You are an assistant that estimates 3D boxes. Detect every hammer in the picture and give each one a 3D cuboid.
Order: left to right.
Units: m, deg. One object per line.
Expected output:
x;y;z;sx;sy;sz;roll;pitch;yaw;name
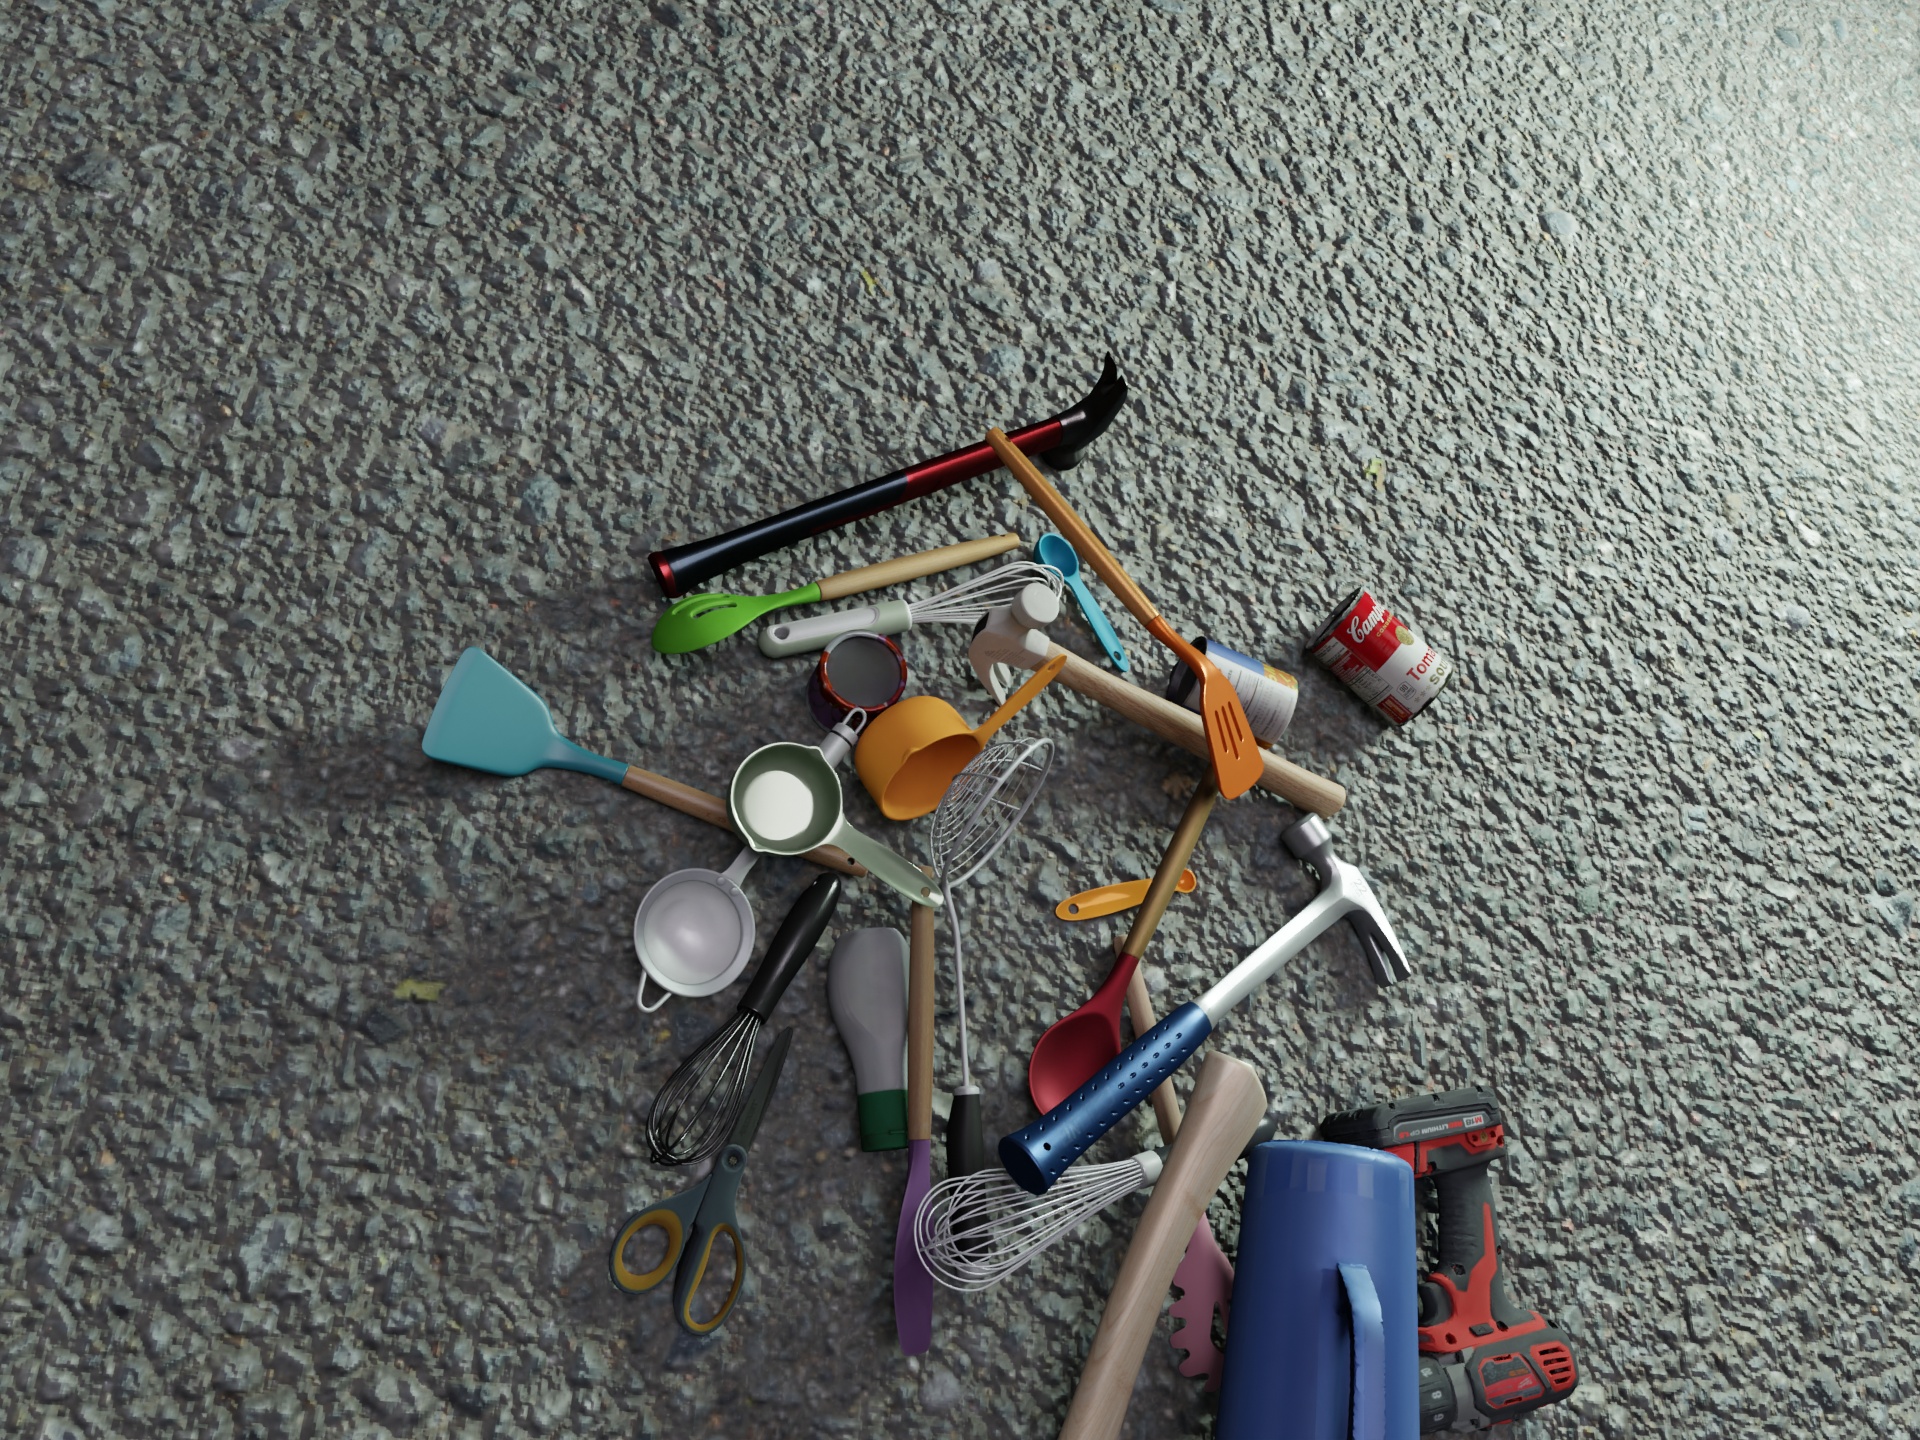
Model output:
-0.051;-0.181;1.209;0.386;0.143;0.038;-23;80;-20;hammer
0.089;0.403;1.006;0.146;0.038;0.411;25;79;-7;hammer
0.154;-0.001;1.217;0.331;0.130;0.031;26;61;-18;hammer
0.179;0.209;1.123;0.405;0.035;0.144;-29;81;-39;hammer

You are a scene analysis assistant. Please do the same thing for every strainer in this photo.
-0.143;0.092;1.095;0.086;0.050;0.258;44;72;-19;strainer

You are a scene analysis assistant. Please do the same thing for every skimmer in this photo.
0.030;0.192;1.099;0.090;0.127;0.363;-5;76;8;skimmer

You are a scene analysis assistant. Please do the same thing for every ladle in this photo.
0.133;0.147;1.151;0.069;0.031;0.315;29;77;-7;ladle

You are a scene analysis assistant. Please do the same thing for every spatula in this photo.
-0.209;0.047;1.110;0.317;0.044;0.082;22;70;-9;spatula
-0.028;0.252;1.055;0.018;0.059;0.316;-7;71;23;spatula
0.118;-0.085;1.159;0.323;0.041;0.081;51;34;8;spatula

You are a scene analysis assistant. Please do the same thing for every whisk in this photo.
-0.139;0.195;1.066;0.055;0.055;0.239;32;56;-3;whisk
-0.035;-0.082;1.216;0.246;0.059;0.058;-13;56;-17;whisk
0.097;0.310;1.060;0.284;0.070;0.070;-10;72;-27;whisk

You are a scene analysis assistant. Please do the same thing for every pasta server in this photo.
0.151;0.307;1.130;0.060;0.040;0.316;-5;67;-19;pasta server

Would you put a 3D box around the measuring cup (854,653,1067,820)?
-0.002;-0.004;1.149;0.173;0.095;0.052;-41;60;1;measuring cup

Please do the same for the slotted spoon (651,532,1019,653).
-0.088;-0.105;1.212;0.313;0.070;0.031;-17;120;-28;slotted spoon

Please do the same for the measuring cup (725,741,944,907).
-0.084;0.080;1.079;0.167;0.038;0.083;35;70;-12;measuring cup

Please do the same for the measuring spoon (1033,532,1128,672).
0.095;-0.091;1.279;0.042;0.021;0.128;-30;88;-48;measuring spoon

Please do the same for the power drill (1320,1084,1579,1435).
0.325;0.386;1.125;0.188;0.080;0.227;-6;74;-19;power drill

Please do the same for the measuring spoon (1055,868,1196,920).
0.124;0.133;1.201;0.117;0.011;0.021;-12;73;-18;measuring spoon
